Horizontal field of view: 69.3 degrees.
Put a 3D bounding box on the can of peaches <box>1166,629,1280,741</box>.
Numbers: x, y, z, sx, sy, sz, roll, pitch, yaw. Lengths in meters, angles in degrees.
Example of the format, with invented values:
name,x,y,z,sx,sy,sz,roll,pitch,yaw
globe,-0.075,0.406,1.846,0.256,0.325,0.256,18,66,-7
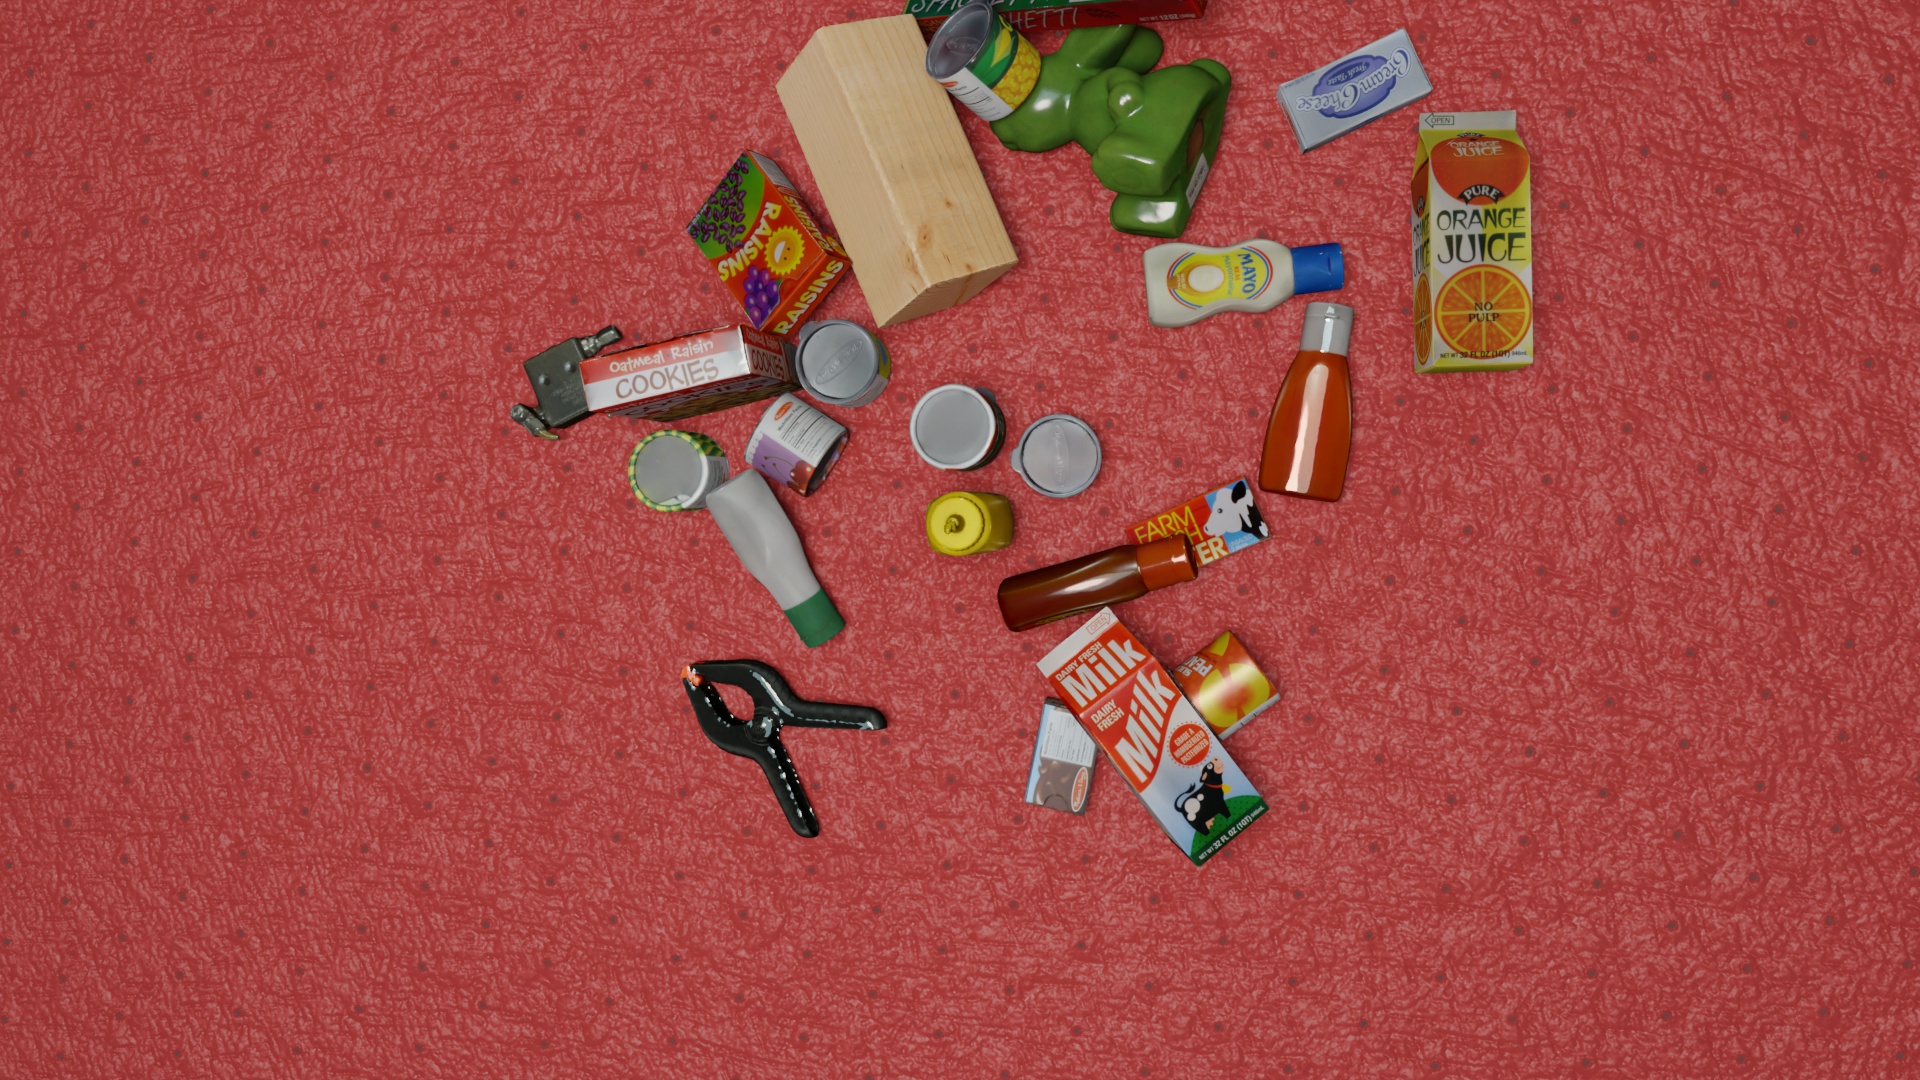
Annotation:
name,x,y,z,sx,sy,sz,roll,pitch,yaw
can of peaches,0.202,0.109,1.064,0.058,0.071,0.071,-37,87,7

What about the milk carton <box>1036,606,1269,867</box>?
name,x,y,z,sx,sy,sz,roll,pitch,yaw
milk carton,0.141,0.144,1.047,0.072,0.073,0.190,-39,98,-4

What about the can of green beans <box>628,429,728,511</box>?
name,x,y,z,sx,sy,sz,roll,pitch,yaw
can of green beans,-0.227,-0.056,1.118,0.071,0.058,0.071,0,92,7

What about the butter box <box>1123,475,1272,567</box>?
name,x,y,z,sx,sy,sz,roll,pitch,yaw
butter box,0.185,-0.007,1.085,0.103,0.024,0.053,-24,89,7

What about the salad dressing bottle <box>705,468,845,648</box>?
name,x,y,z,sx,sy,sz,roll,pitch,yaw
salad dressing bottle,-0.145,0.016,1.106,0.044,0.064,0.147,-38,103,-35

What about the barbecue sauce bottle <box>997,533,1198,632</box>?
name,x,y,z,sx,sy,sz,roll,pitch,yaw
barbecue sauce bottle,0.105,0.031,1.064,0.148,0.065,0.043,-17,93,18

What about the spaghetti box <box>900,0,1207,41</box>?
name,x,y,z,sx,sy,sz,roll,pitch,yaw
spaghetti box,0.068,-0.407,1.030,0.250,0.028,0.050,9,74,33

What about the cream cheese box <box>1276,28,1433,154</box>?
name,x,y,z,sx,sy,sz,roll,pitch,yaw
cream cheese box,0.300,-0.343,1.062,0.104,0.024,0.053,-24,89,7

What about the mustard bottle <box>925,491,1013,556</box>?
name,x,y,z,sx,sy,sz,roll,pitch,yaw
mustard bottle,0.004,-0.013,1.039,0.065,0.160,0.049,-5,90,6

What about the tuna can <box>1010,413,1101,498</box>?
name,x,y,z,sx,sy,sz,roll,pitch,yaw
tuna can,0.076,-0.066,1.093,0.071,0.033,0.071,0,91,7

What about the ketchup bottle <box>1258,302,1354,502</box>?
name,x,y,z,sx,sy,sz,roll,pitch,yaw
ketchup bottle,0.271,-0.106,1.062,0.065,0.043,0.148,10,93,6

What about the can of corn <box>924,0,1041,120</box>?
name,x,y,z,sx,sy,sz,roll,pitch,yaw
can of corn,0.019,-0.357,1.031,0.071,0.058,0.071,-24,53,35

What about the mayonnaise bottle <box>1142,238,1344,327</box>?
name,x,y,z,sx,sy,sz,roll,pitch,yaw
mayonnaise bottle,0.217,-0.202,1.067,0.148,0.041,0.064,-6,89,8

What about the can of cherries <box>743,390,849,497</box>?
name,x,y,z,sx,sy,sz,roll,pitch,yaw
can of cherries,-0.130,-0.075,1.104,0.058,0.071,0.071,32,95,4

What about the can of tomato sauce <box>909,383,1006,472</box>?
name,x,y,z,sx,sy,sz,roll,pitch,yaw
can of tomato sauce,0.000,-0.088,1.076,0.071,0.083,0.071,0,92,7

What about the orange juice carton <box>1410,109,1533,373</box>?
name,x,y,z,sx,sy,sz,roll,pitch,yaw
orange juice carton,0.378,-0.222,1.031,0.072,0.073,0.192,-1,91,7

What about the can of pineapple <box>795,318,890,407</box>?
name,x,y,z,sx,sy,sz,roll,pitch,yaw
can of pineapple,-0.092,-0.141,1.099,0.071,0.058,0.071,0,92,7

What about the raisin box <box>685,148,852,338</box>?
name,x,y,z,sx,sy,sz,roll,pitch,yaw
raisin box,-0.151,-0.231,1.085,0.086,0.040,0.123,-45,66,22

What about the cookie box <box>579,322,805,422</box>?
name,x,y,z,sx,sy,sz,roll,pitch,yaw
cookie box,-0.199,-0.126,1.058,0.123,0.167,0.040,-13,90,7

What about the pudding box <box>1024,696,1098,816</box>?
name,x,y,z,sx,sy,sz,roll,pitch,yaw
pudding box,0.082,0.170,1.099,0.050,0.030,0.083,11,93,5
